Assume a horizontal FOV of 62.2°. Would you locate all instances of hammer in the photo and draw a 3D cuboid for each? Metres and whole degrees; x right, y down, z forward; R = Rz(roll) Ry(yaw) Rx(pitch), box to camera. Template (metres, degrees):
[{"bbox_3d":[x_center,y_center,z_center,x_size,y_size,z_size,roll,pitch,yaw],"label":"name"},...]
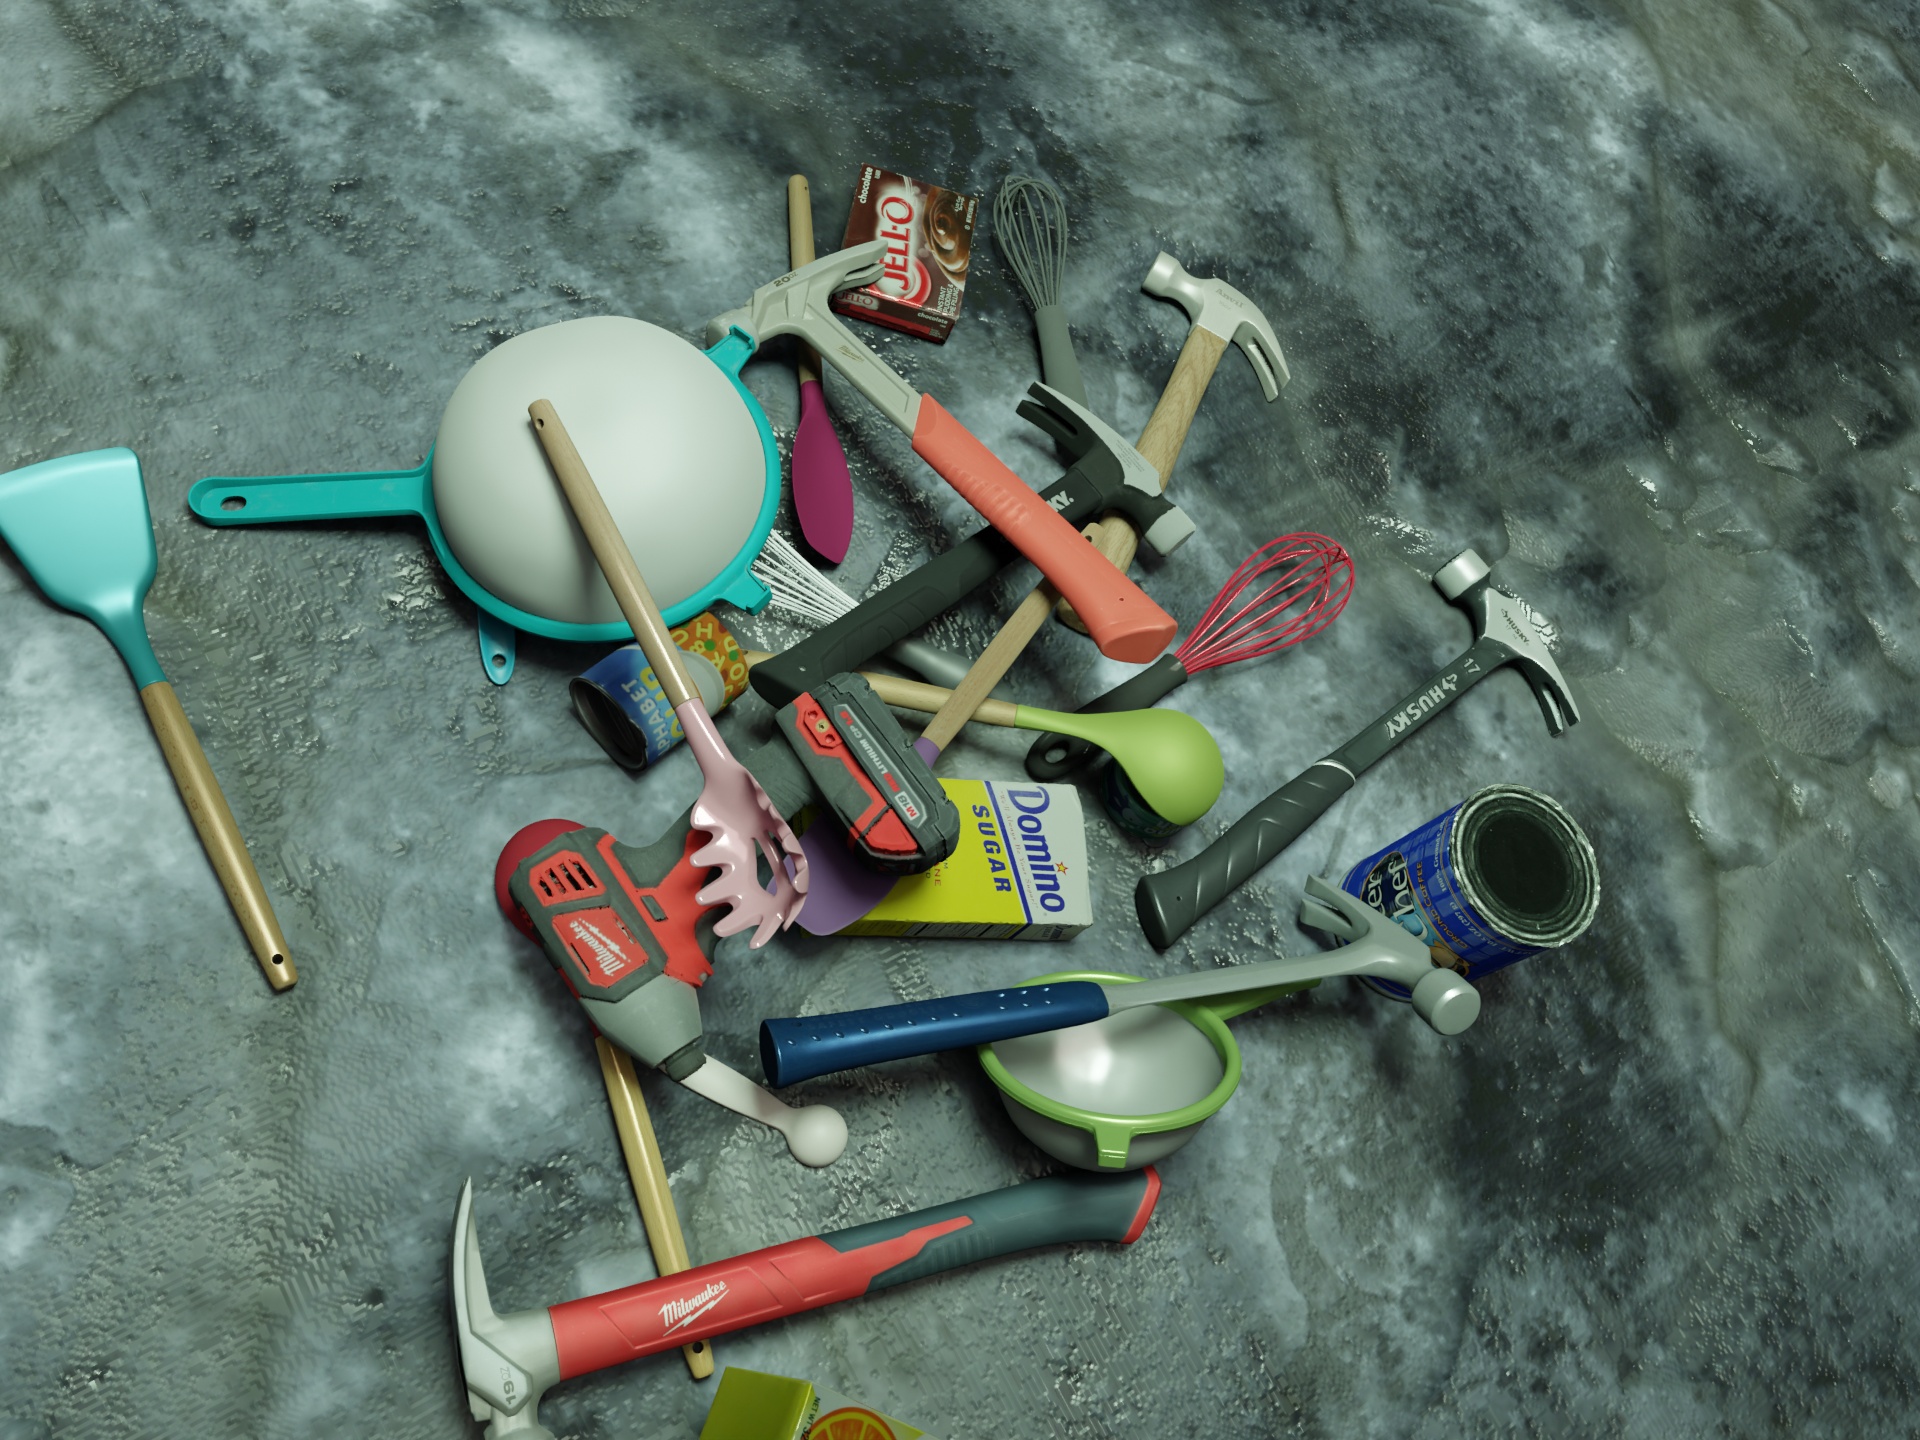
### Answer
[{"bbox_3d":[0.145,-0.196,1.145,0.130,0.031,0.331,28,61,-5],"label":"hammer"},{"bbox_3d":[0.270,0.031,1.085,0.409,0.036,0.149,-34,82,-27],"label":"hammer"},{"bbox_3d":[-0.001,-0.101,1.003,0.335,0.035,0.146,-36,81,-33],"label":"hammer"},{"bbox_3d":[0.086,0.155,0.905,0.405,0.035,0.144,-5,25,-20],"label":"hammer"},{"bbox_3d":[-0.069,0.273,0.843,0.386,0.038,0.143,-7,72,-25],"label":"hammer"},{"bbox_3d":[0.005,-0.169,0.998,0.149,0.036,0.359,-34,67,-28],"label":"hammer"}]

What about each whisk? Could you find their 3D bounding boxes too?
[{"bbox_3d":[0.159,-0.044,1.070,0.296,0.073,0.073,-34,81,-22],"label":"whisk"},{"bbox_3d":[0.065,-0.293,1.157,0.055,0.055,0.239,-4,73,-20],"label":"whisk"},{"bbox_3d":[-0.087,-0.074,1.001,0.284,0.070,0.070,30,61,-9],"label":"whisk"}]

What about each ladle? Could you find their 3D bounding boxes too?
[{"bbox_3d":[0.007,0.001,0.986,0.320,0.062,0.078,12,41,3],"label":"ladle"},{"bbox_3d":[-0.185,0.196,0.862,0.069,0.031,0.316,-15,74,-20],"label":"ladle"}]

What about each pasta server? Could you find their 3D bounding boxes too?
[{"bbox_3d":[-0.157,-0.032,0.820,0.316,0.060,0.040,62,23,10],"label":"pasta server"}]

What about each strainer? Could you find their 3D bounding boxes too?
[{"bbox_3d":[0.122,0.200,0.940,0.256,0.069,0.152,-12,27,-37],"label":"strainer"},{"bbox_3d":[-0.275,-0.153,0.905,0.340,0.095,0.211,-4,69,-5],"label":"strainer"}]

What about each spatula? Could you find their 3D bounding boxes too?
[{"bbox_3d":[-0.426,0.001,0.855,0.082,0.044,0.318,-23,77,-30],"label":"spatula"},{"bbox_3d":[-0.002,-0.003,0.948,0.060,0.018,0.316,36,69,4],"label":"spatula"}]

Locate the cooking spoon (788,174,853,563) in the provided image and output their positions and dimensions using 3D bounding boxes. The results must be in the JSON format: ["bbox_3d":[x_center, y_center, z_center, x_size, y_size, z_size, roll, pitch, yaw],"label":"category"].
[{"bbox_3d":[-0.103,-0.248,1.084,0.068,0.017,0.319,32,46,-52],"label":"cooking spoon"}]

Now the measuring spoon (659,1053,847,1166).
[{"bbox_3d":[-0.117,0.208,0.882,0.124,0.018,0.034,29,61,-4],"label":"measuring spoon"}]

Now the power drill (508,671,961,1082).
[{"bbox_3d":[-0.115,0.084,0.855,0.219,0.078,0.143,-33,81,-12],"label":"power drill"}]

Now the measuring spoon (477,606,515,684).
[{"bbox_3d":[-0.283,-0.081,0.960,0.042,0.021,0.129,-3,77,-21],"label":"measuring spoon"}]
